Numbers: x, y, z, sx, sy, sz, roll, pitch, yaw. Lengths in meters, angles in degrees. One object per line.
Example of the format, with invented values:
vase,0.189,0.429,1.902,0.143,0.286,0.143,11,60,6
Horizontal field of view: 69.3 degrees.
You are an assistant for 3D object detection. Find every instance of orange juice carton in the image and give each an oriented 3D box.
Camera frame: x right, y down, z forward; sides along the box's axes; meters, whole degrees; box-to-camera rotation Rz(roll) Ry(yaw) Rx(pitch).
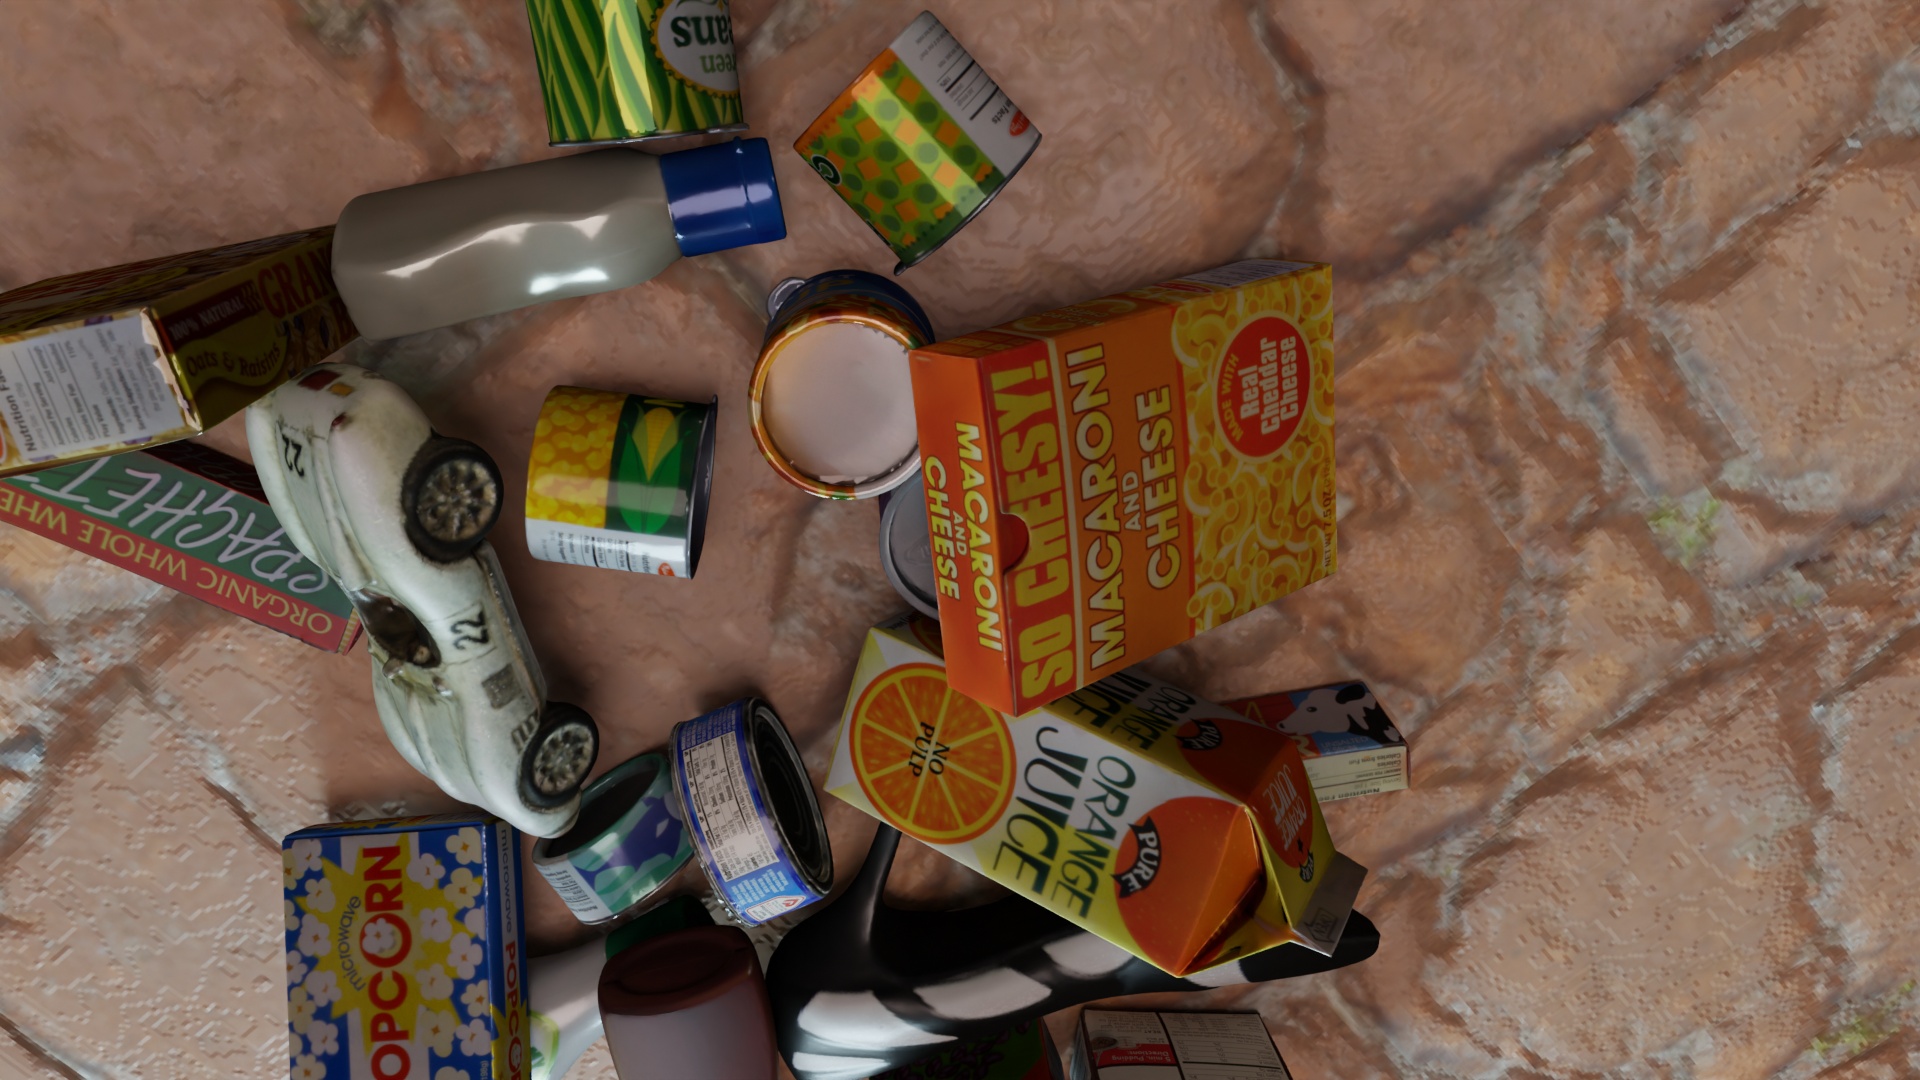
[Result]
orange juice carton,0.053,0.092,0.514,0.193,0.072,0.072,23,109,21

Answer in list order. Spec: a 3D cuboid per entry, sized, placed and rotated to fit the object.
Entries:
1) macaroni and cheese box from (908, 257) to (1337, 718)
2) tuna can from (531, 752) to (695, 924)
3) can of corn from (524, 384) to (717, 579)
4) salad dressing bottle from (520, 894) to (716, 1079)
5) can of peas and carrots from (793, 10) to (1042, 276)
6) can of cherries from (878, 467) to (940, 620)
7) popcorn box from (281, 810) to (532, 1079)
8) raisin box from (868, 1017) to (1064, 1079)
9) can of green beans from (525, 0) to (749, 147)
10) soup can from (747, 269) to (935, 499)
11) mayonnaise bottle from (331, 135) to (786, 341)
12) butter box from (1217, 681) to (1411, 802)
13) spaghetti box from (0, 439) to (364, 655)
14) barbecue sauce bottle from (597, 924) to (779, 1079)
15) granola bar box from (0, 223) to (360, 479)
macaroni and cheese box,0.066,-0.025,0.492,0.167,0.040,0.123,-20,113,-34
tuna can,-0.134,0.117,0.559,0.071,0.071,0.032,-31,107,7
can of corn,-0.123,-0.024,0.512,0.058,0.071,0.071,7,109,-6
salad dressing bottle,-0.174,0.200,0.595,0.147,0.044,0.064,-28,99,3
can of peas and carrots,-0.017,-0.136,0.480,0.071,0.071,0.058,-42,106,10
can of cherries,0.002,-0.007,0.529,0.071,0.058,0.071,-2,109,-4
popcorn box,-0.222,0.176,0.559,0.085,0.038,0.126,-5,85,3
raisin box,0.006,0.263,0.587,0.086,0.124,0.040,-19,109,2
can of green beans,-0.108,-0.164,0.463,0.071,0.071,0.057,-6,109,-2
soup can,-0.042,-0.059,0.495,0.071,0.084,0.071,-1,109,-3
mayonnaise bottle,-0.137,-0.109,0.484,0.148,0.065,0.041,-12,131,-4
butter box,0.126,0.088,0.573,0.103,0.053,0.024,-9,113,0
spaghetti box,-0.336,-0.029,0.513,0.250,0.029,0.050,24,105,-12
barbecue sauce bottle,-0.104,0.230,0.576,0.065,0.044,0.147,-12,118,-10
granola bar box,-0.268,-0.060,0.435,0.124,0.166,0.039,-11,111,0
